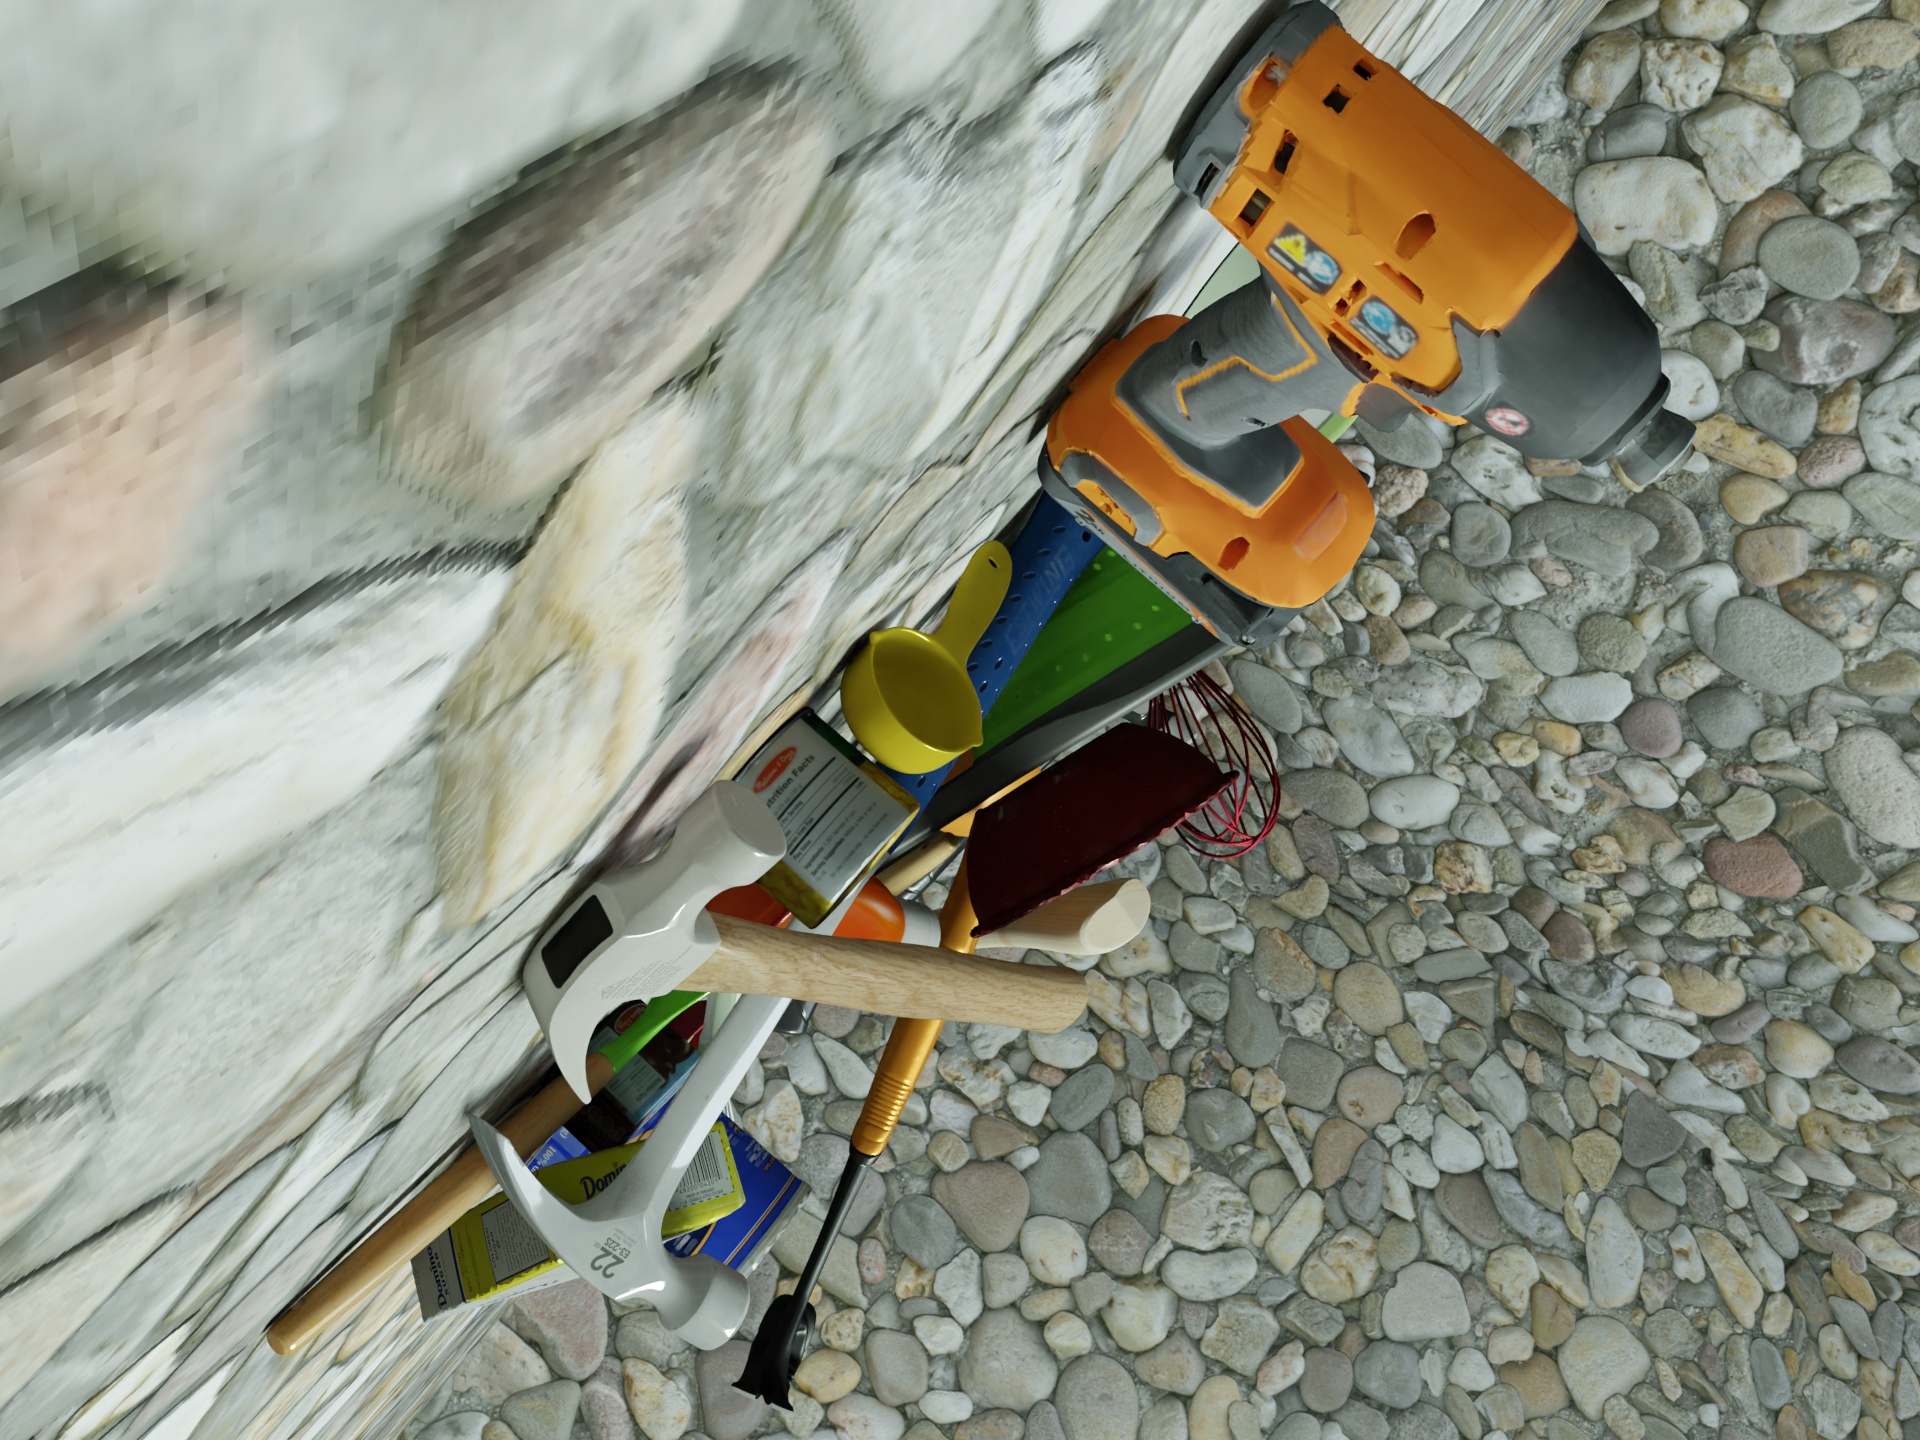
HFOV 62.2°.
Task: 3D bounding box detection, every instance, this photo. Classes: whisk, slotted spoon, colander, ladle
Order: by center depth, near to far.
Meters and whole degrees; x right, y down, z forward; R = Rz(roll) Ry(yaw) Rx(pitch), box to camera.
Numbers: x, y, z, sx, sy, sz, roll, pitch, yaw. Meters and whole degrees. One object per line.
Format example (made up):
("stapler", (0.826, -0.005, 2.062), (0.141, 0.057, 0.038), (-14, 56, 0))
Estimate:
("slotted spoon", (-0.175, 0.167, 0.706), (0.070, 0.031, 0.314), (-15, -165, 36))
("colander", (-0.001, -0.003, 0.846), (0.397, 0.094, 0.204), (-32, 178, 6))
("whisk", (-0.148, 0.215, 0.947), (0.058, 0.059, 0.246), (-115, -147, -58))
("ladle", (-0.110, 0.148, 0.956), (0.315, 0.031, 0.069), (-38, -162, 32))
("whisk", (0.129, -0.036, 0.978), (0.073, 0.073, 0.296), (-52, -142, 35))

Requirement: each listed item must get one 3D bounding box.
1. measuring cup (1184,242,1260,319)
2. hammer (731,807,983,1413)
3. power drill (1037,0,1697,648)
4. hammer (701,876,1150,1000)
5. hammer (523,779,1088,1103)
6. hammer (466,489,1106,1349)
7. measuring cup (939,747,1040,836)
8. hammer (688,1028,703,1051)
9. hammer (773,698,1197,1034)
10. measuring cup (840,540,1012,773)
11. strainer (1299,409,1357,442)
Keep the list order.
("measuring cup", (0.112, -0.166, 0.742), (0.167, 0.038, 0.083), (-51, 177, -13))
("hammer", (-0.041, 0.207, 0.878), (0.127, 0.034, 0.337), (95, 18, -85))
("power drill", (0.120, -0.103, 0.518), (0.084, 0.164, 0.226), (-49, 179, -19))
("hammer", (-0.023, 0.141, 1.095), (0.410, 0.038, 0.146), (-17, -155, 48))
("hammer", (-0.036, 0.101, 0.619), (0.130, 0.031, 0.331), (-41, 151, 15))
("hammer", (-0.050, 0.058, 0.693), (0.035, 0.144, 0.405), (4, -124, 55))
("measuring cup", (0.013, -0.017, 0.964), (0.052, 0.095, 0.173), (30, 77, -66))
("hammer", (-0.144, 0.177, 1.091), (0.386, 0.038, 0.143), (-54, -161, -12))
("hammer", (-0.016, 0.073, 1.019), (0.335, 0.146, 0.035), (-45, 176, -1))
("measuring cup", (-0.008, -0.032, 0.664), (0.029, 0.062, 0.157), (-37, -165, 33))
("strainer", (0.136, -0.175, 0.913), (0.151, 0.069, 0.256), (-37, 166, 29))
